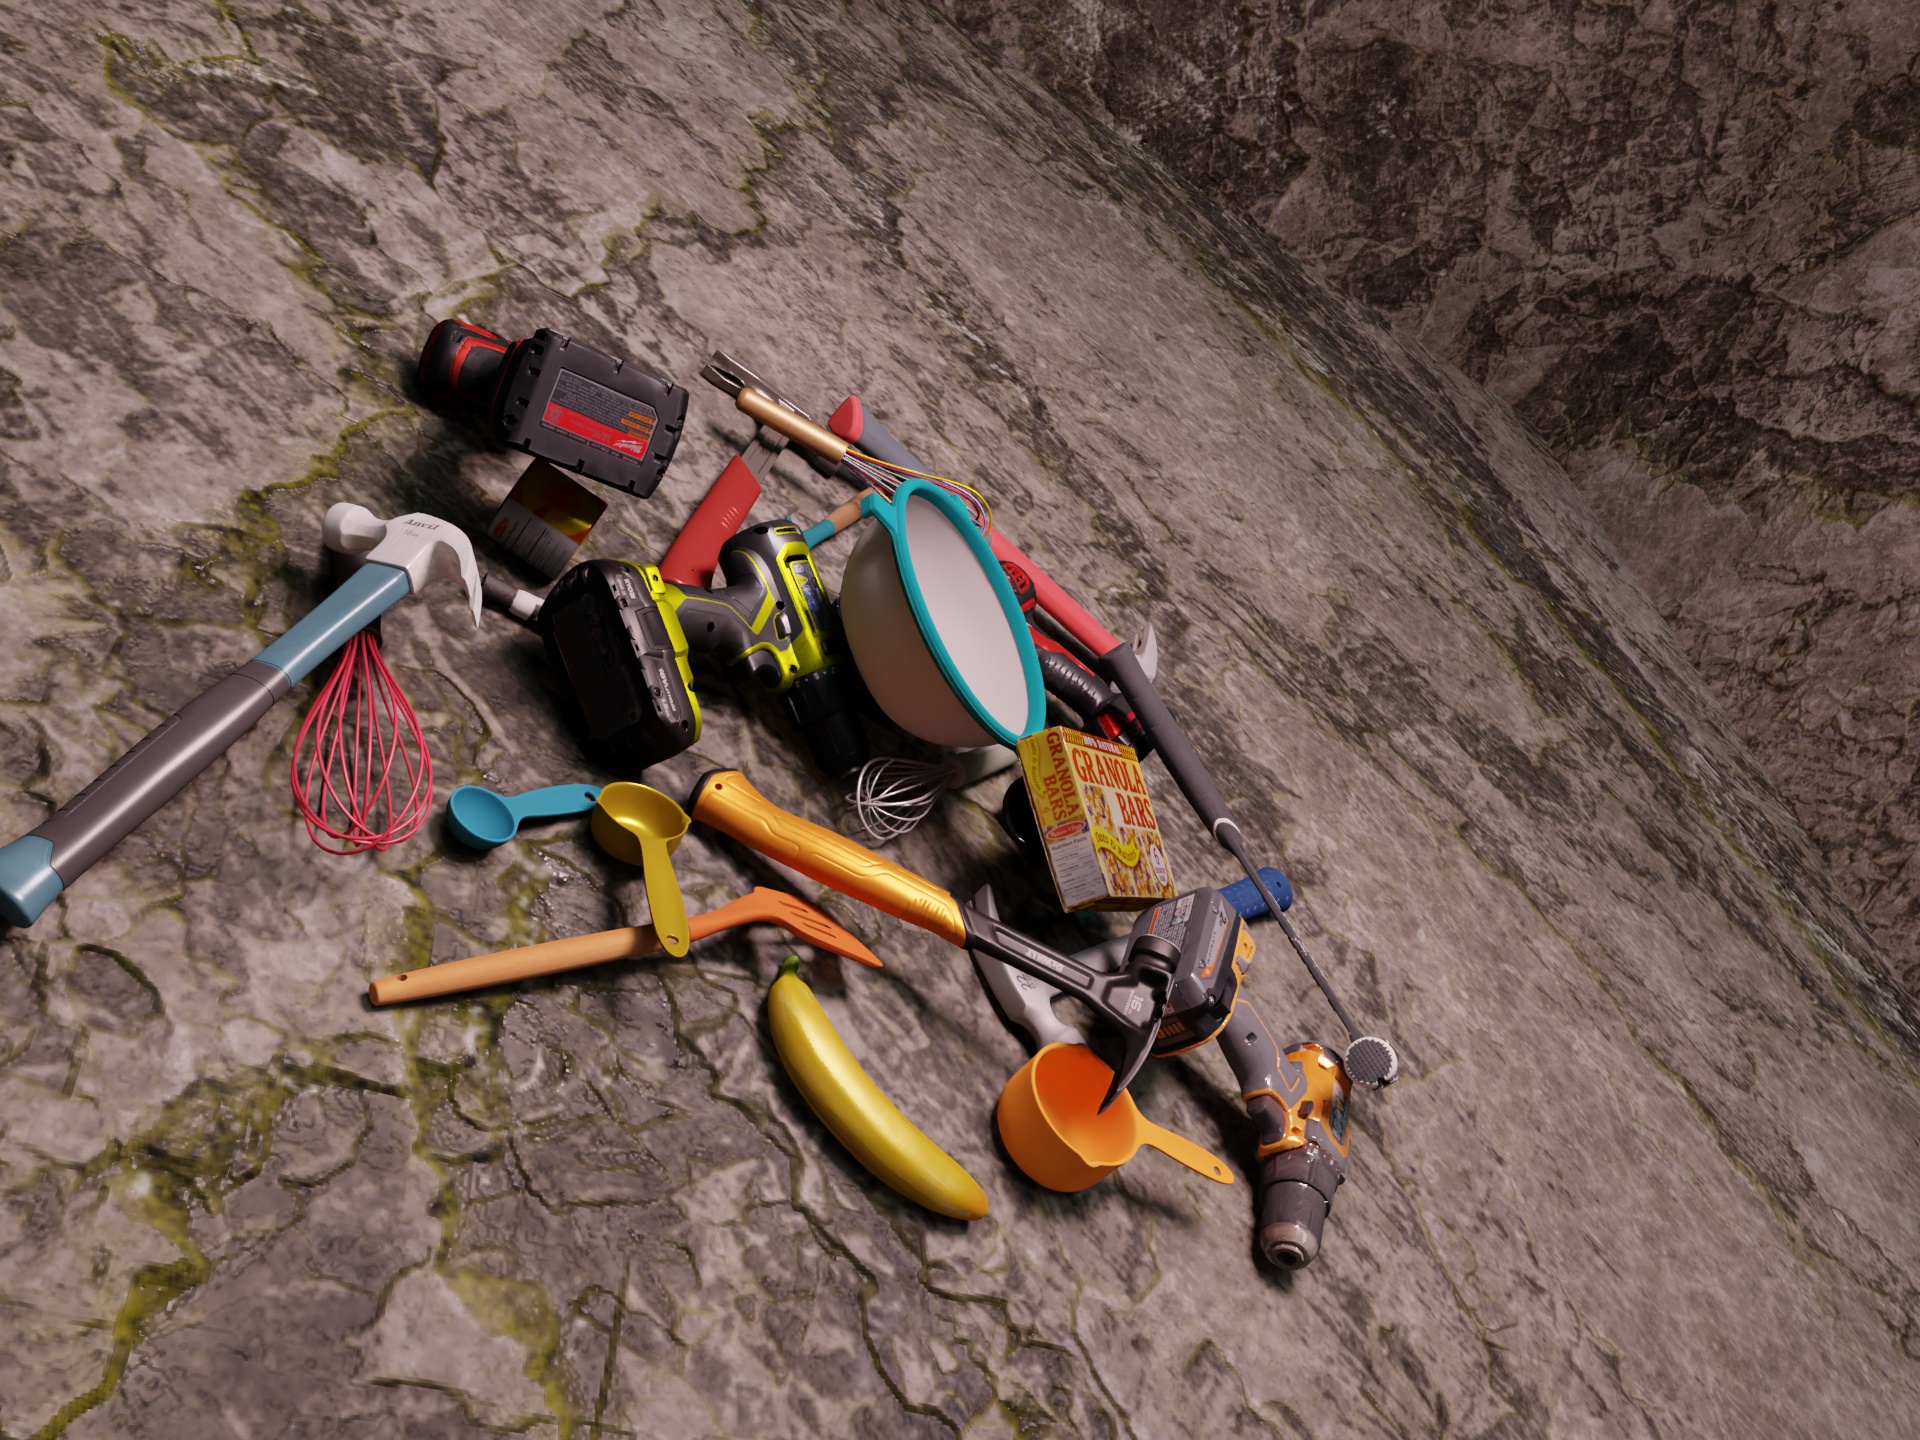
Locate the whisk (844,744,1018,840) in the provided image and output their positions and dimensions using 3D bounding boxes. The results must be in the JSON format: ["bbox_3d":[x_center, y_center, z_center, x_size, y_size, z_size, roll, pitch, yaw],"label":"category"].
[{"bbox_3d":[-0.011,0.041,1.207,0.246,0.058,0.059,-19,101,-60],"label":"whisk"}]

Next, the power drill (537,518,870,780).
[{"bbox_3d":[-0.159,-0.037,1.087,0.228,0.080,0.190,-15,82,-55],"label":"power drill"}]

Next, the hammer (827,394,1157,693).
[{"bbox_3d":[0.036,-0.165,1.479,0.386,0.038,0.143,41,29,-13],"label":"hammer"}]

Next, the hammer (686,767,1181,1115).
[{"bbox_3d":[-0.025,0.126,1.024,0.337,0.034,0.127,27,48,2],"label":"hammer"}]

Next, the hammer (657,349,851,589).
[{"bbox_3d":[-0.191,-0.189,1.289,0.149,0.036,0.359,35,32,-12],"label":"hammer"}]

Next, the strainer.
[{"bbox_3d":[-0.002,-0.004,1.162,0.340,0.095,0.211,68,20,0],"label":"strainer"}]

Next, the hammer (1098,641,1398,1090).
[{"bbox_3d":[0.221,0.105,1.245,0.409,0.036,0.149,60,8,21],"label":"hammer"}]

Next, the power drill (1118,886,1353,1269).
[{"bbox_3d":[0.199,0.254,1.120,0.226,0.084,0.185,53,33,-17],"label":"power drill"}]

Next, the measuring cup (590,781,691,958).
[{"bbox_3d":[-0.184,0.093,0.936,0.062,0.029,0.157,15,29,-30],"label":"measuring cup"}]

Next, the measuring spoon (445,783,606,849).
[{"bbox_3d":[-0.257,0.056,0.946,0.042,0.021,0.128,50,23,15],"label":"measuring spoon"}]

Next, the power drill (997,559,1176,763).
[{"bbox_3d":[0.069,-0.037,1.354,0.220,0.078,0.143,46,31,5],"label":"power drill"}]

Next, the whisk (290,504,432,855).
[{"bbox_3d":[-0.343,-0.033,0.914,0.073,0.073,0.296,18,34,-34],"label":"whisk"}]

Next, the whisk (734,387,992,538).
[{"bbox_3d":[-0.080,-0.222,1.370,0.245,0.047,0.051,28,46,-12],"label":"whisk"}]

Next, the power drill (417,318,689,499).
[{"bbox_3d":[-0.270,-0.219,1.128,0.187,0.080,0.227,19,5,-34],"label":"power drill"}]

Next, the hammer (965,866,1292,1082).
[{"bbox_3d":[0.151,0.164,1.246,0.405,0.035,0.144,-9,59,-52],"label":"hammer"}]

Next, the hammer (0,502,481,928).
[{"bbox_3d":[-0.368,-0.015,0.822,0.128,0.033,0.331,12,40,18],"label":"hammer"}]

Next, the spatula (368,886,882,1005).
[{"bbox_3d":[-0.182,0.134,0.914,0.322,0.041,0.081,-6,31,-43],"label":"spatula"}]

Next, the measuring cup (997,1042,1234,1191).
[{"bbox_3d":[0.100,0.278,1.038,0.173,0.052,0.095,31,33,-22],"label":"measuring cup"}]

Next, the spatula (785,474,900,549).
[{"bbox_3d":[-0.094,-0.173,1.369,0.317,0.044,0.082,-51,129,-61],"label":"spatula"}]
